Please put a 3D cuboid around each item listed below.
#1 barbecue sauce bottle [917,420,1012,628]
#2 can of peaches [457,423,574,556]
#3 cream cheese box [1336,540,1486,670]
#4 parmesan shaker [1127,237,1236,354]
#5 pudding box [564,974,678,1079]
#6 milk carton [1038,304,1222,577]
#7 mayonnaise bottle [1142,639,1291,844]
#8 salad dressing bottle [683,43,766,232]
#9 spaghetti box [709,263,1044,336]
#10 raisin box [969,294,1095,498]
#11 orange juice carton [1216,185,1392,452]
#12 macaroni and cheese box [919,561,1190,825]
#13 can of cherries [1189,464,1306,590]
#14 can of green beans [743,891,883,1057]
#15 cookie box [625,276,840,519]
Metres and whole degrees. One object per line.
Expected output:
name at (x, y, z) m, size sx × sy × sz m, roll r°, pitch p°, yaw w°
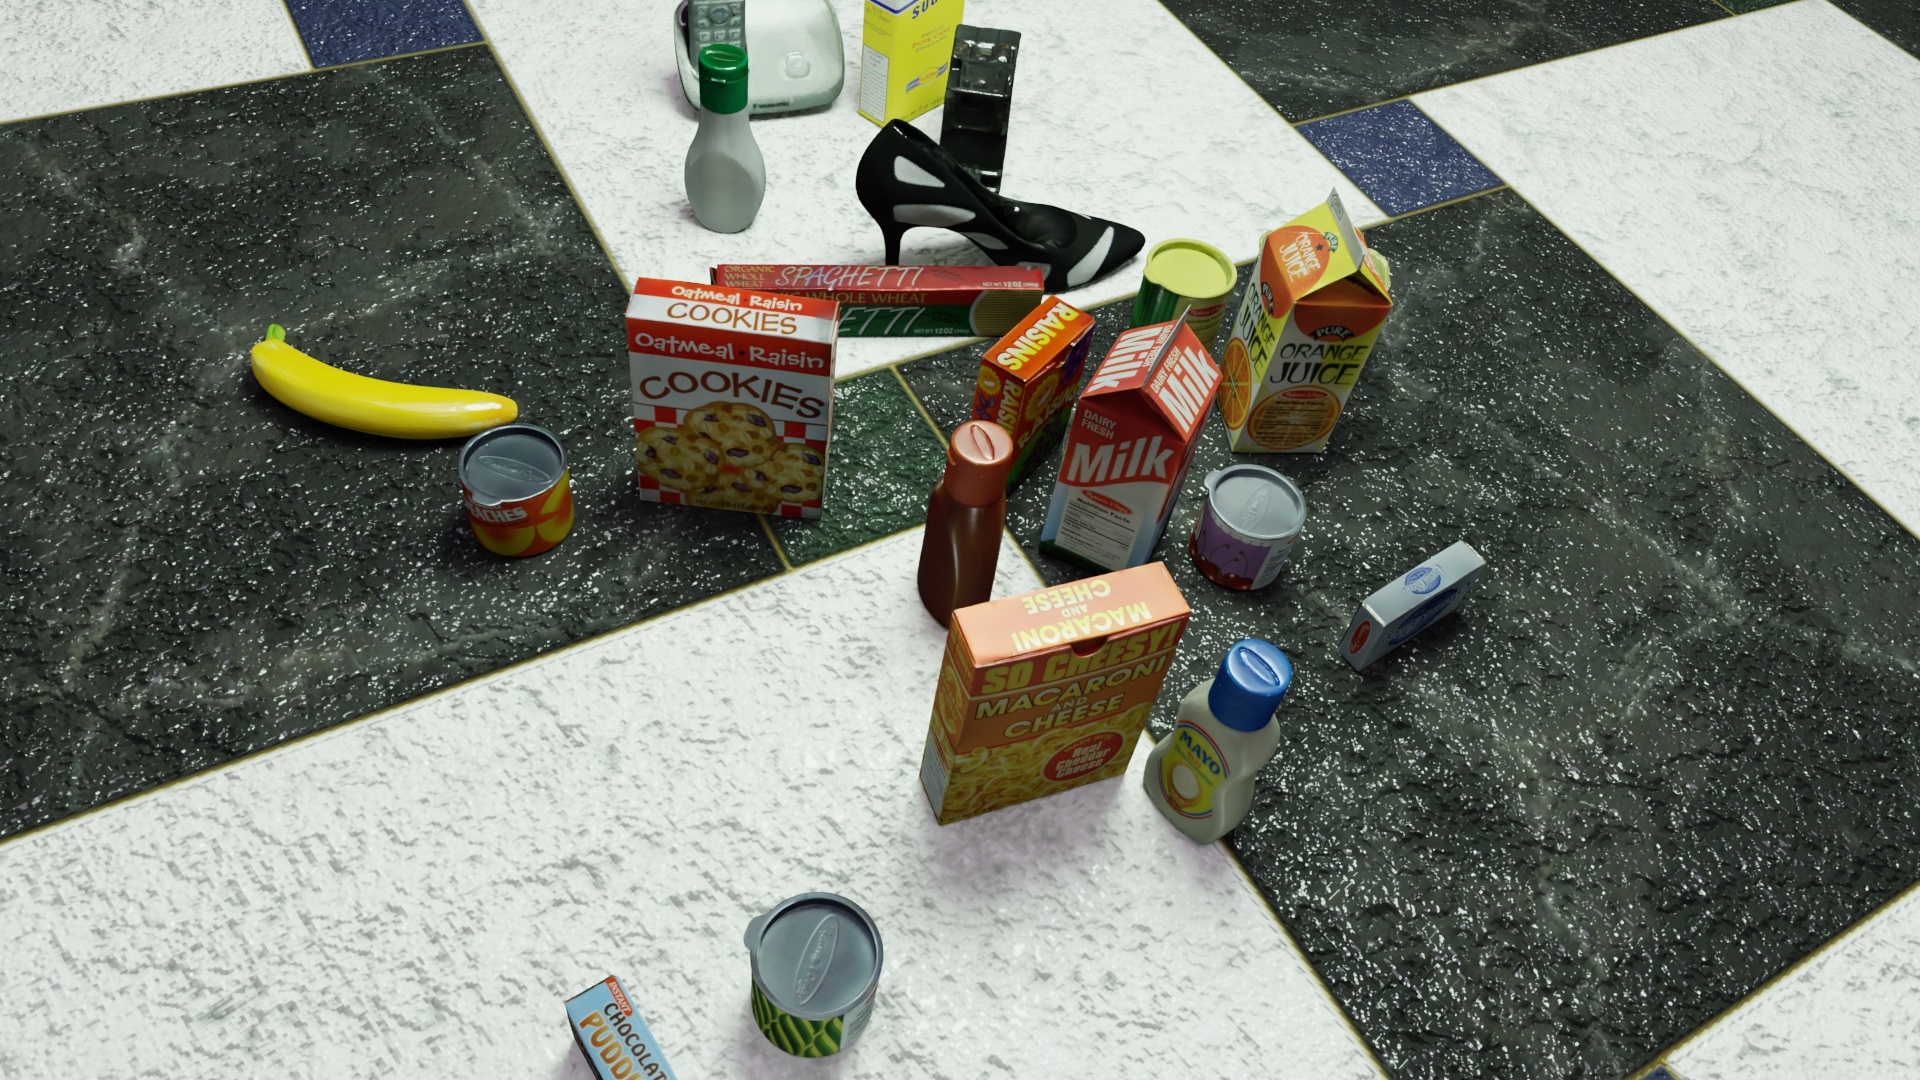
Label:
barbecue sauce bottle at (0.003, -0.011, 0.857) m, size 0.044 × 0.147 × 0.065 m, roll -11°, pitch 54°, yaw -17°
can of peaches at (-0.283, -0.030, 0.885) m, size 0.071 × 0.057 × 0.071 m, roll 5°, pitch 50°, yaw -5°
cream cheese box at (0.298, 0.043, 0.922) m, size 0.104 × 0.053 × 0.024 m, roll -26°, pitch 59°, yaw -27°
parmesan shaker at (0.158, -0.165, 1.038) m, size 0.071 × 0.102 × 0.072 m, roll 5°, pitch 51°, yaw -5°
pudding box at (-0.159, 0.259, 0.673) m, size 0.030 × 0.049 × 0.084 m, roll -26°, pitch 59°, yaw -26°
milk carton at (0.111, -0.061, 0.888) m, size 0.073 × 0.189 × 0.073 m, roll 25°, pitch 52°, yaw 11°
mayonnaise bottle at (0.146, 0.111, 0.780) m, size 0.041 × 0.147 × 0.065 m, roll -28°, pitch 60°, yaw -28°
salad dressing bottle at (-0.182, -0.309, 1.072) m, size 0.064 × 0.146 × 0.044 m, roll 9°, pitch 50°, yaw -2°
spaghetti box at (-0.062, -0.181, 1.050) m, size 0.250 × 0.049 × 0.029 m, roll -2°, pitch 51°, yaw -11°
raisin box at (0.044, -0.094, 0.948) m, size 0.040 × 0.122 × 0.086 m, roll 33°, pitch 54°, yaw 17°
orange juice carton at (0.243, -0.151, 0.982) m, size 0.073 × 0.191 × 0.072 m, roll 0°, pitch 51°, yaw -9°
macaroni and cheese box at (0.048, 0.089, 0.771) m, size 0.124 × 0.165 × 0.040 m, roll -13°, pitch 54°, yaw -18°
can of cherries at (0.192, -0.010, 0.945) m, size 0.071 × 0.058 × 0.072 m, roll 5°, pitch 50°, yaw -5°
can of green beans at (-0.074, 0.223, 0.711) m, size 0.071 × 0.057 × 0.071 m, roll 5°, pitch 50°, yaw -5°
cookie box at (-0.144, -0.087, 0.884) m, size 0.123 × 0.166 × 0.040 m, roll 7°, pitch 50°, yaw -4°
